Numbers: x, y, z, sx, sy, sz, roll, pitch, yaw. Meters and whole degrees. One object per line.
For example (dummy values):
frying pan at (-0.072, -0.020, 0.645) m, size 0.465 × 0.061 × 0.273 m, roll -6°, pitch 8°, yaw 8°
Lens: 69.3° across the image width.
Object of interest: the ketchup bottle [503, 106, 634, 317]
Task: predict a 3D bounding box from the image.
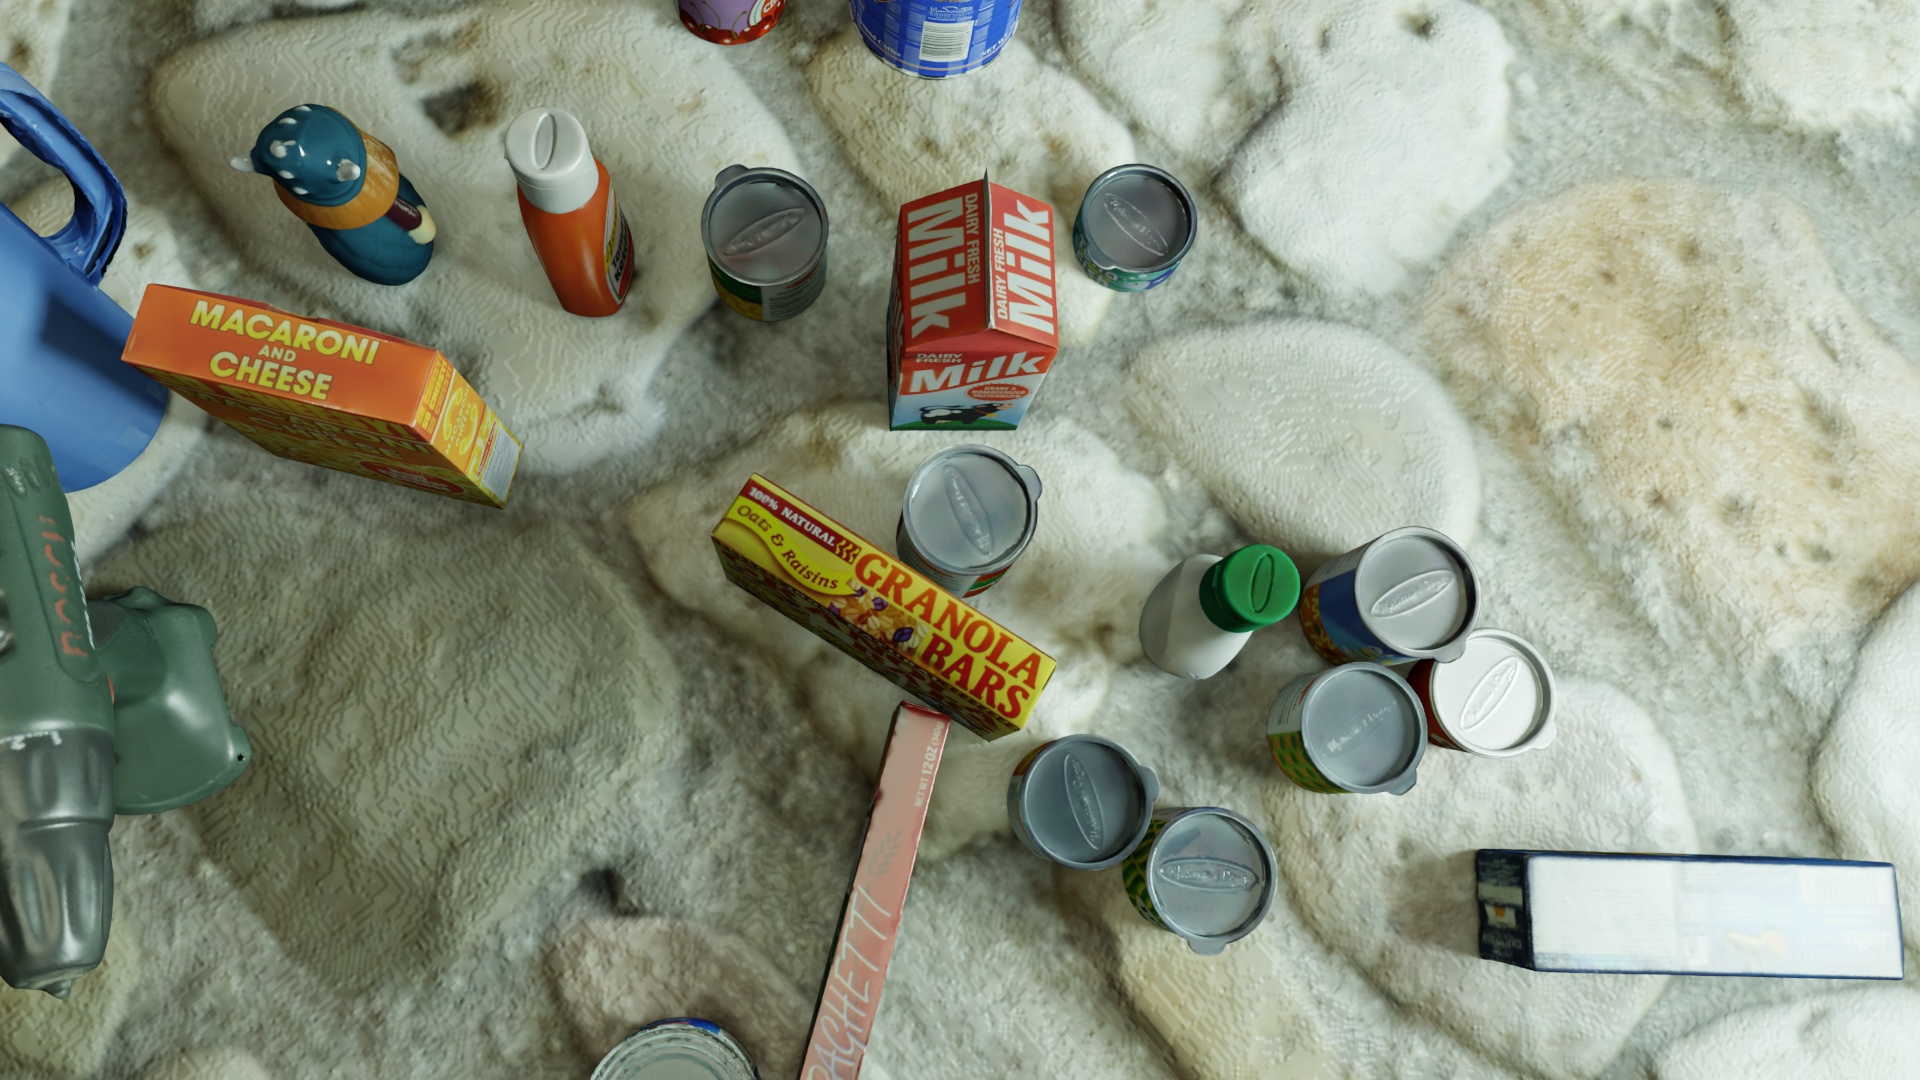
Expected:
ketchup bottle at (-0.195, -0.165, 0.694) m, size 0.043 × 0.148 × 0.065 m, roll 3°, pitch 79°, yaw -5°

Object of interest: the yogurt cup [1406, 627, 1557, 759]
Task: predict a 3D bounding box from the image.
yogurt cup at (0.272, 0.083, 0.740) m, size 0.072 × 0.054 × 0.072 m, roll 1°, pitch 79°, yaw -6°

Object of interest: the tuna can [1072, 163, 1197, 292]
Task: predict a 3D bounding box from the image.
tuna can at (0.096, -0.174, 0.785) m, size 0.071 × 0.032 × 0.071 m, roll 1°, pitch 79°, yaw -6°

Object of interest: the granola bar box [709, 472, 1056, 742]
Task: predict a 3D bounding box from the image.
granola bar box at (-0.039, 0.037, 0.681) m, size 0.165 × 0.124 × 0.039 m, roll 32°, pitch 78°, yaw 1°

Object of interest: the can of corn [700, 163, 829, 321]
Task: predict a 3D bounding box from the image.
can of corn at (-0.106, -0.160, 0.749) m, size 0.071 × 0.058 × 0.071 m, roll 1°, pitch 79°, yaw -5°

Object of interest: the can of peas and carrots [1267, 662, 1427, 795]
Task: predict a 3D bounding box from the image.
can of peas and carrots at (0.202, 0.101, 0.726) m, size 0.071 × 0.058 × 0.071 m, roll 1°, pitch 79°, yaw -5°

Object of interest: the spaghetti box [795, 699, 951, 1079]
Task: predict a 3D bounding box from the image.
spaghetti box at (-0.050, 0.204, 0.684) m, size 0.029 × 0.050 × 0.250 m, roll 15°, pitch 77°, yaw -3°

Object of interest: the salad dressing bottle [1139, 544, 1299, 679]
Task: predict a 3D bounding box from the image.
salad dressing bottle at (0.126, 0.033, 0.687) m, size 0.044 × 0.147 × 0.064 m, roll 15°, pitch 78°, yaw -3°

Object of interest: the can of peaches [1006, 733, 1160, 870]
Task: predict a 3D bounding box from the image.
can of peaches at (0.061, 0.132, 0.706) m, size 0.071 × 0.058 × 0.071 m, roll 1°, pitch 79°, yaw -5°

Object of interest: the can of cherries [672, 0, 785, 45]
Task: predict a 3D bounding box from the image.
can of cherries at (-0.129, -0.321, 0.779) m, size 0.071 × 0.058 × 0.071 m, roll 1°, pitch 79°, yaw -5°

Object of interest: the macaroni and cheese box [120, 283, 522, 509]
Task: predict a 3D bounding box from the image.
macaroni and cheese box at (-0.289, -0.063, 0.655) m, size 0.124 × 0.166 × 0.040 m, roll 13°, pitch 78°, yaw -3°

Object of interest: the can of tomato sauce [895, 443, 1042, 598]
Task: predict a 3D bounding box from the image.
can of tomato sauce at (0.003, -0.009, 0.716) m, size 0.071 × 0.083 × 0.071 m, roll 1°, pitch 79°, yaw -5°

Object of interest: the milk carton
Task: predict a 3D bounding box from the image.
milk carton at (0.004, -0.110, 0.682) m, size 0.073 × 0.190 × 0.072 m, roll -1°, pitch 79°, yaw -6°

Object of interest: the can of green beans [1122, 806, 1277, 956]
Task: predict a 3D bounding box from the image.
can of green beans at (0.120, 0.168, 0.705) m, size 0.071 × 0.057 × 0.071 m, roll 1°, pitch 79°, yaw -5°

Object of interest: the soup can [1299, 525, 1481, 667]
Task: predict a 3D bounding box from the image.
soup can at (0.224, 0.035, 0.729) m, size 0.071 × 0.083 × 0.071 m, roll 1°, pitch 79°, yaw -5°
